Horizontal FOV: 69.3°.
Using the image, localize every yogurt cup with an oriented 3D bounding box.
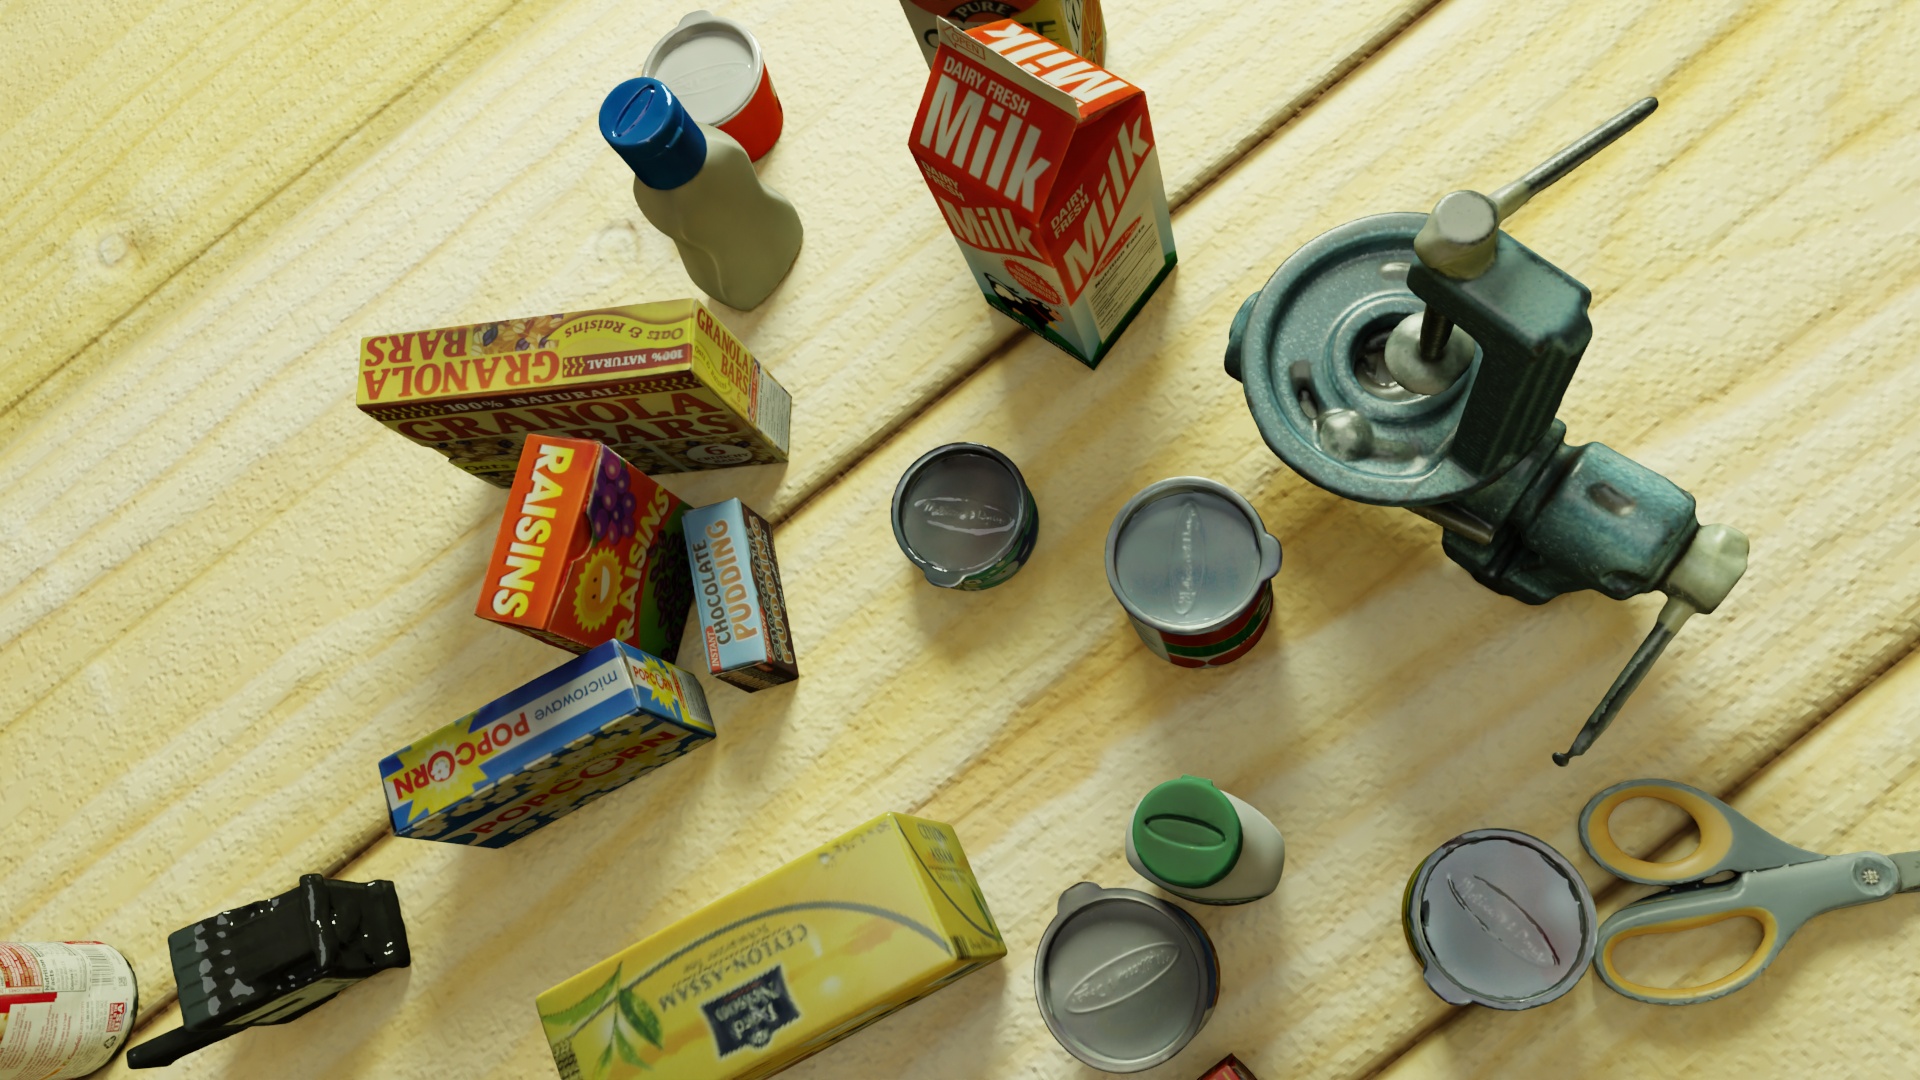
[{"bbox_3d":[-0.129,-0.236,0.745,0.072,0.054,0.072,-4,73,13],"label":"yogurt cup"}]

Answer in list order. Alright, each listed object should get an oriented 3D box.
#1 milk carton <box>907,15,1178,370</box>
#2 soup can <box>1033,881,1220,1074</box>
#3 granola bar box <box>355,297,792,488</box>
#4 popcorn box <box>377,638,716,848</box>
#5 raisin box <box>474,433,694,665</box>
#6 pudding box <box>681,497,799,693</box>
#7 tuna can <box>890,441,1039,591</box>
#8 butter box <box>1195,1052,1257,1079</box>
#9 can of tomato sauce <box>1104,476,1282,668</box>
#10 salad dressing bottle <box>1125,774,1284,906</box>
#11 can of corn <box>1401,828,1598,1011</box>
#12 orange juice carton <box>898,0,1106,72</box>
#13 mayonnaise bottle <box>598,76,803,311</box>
[{"bbox_3d":[0.038,-0.155,0.607,0.072,0.190,0.073,36,85,20],"label":"milk carton"},{"bbox_3d":[0.068,0.173,0.560,0.071,0.083,0.071,-4,73,13],"label":"soup can"},{"bbox_3d":[-0.180,-0.066,0.669,0.165,0.124,0.039,-5,73,12],"label":"granola bar box"},{"bbox_3d":[-0.188,0.097,0.644,0.126,0.085,0.038,-27,70,5],"label":"popcorn box"},{"bbox_3d":[-0.165,0.011,0.643,0.040,0.123,0.086,9,77,16],"label":"raisin box"},{"bbox_3d":[-0.105,0.026,0.663,0.030,0.049,0.084,-16,71,9],"label":"pudding box"},{"bbox_3d":[0.002,-0.008,0.657,0.071,0.032,0.071,-4,73,13],"label":"tuna can"},{"bbox_3d":[0.076,0.246,0.553,0.103,0.053,0.024,-39,69,0],"label":"butter box"},{"bbox_3d":[0.102,0.016,0.598,0.071,0.083,0.071,-4,73,13],"label":"can of tomato sauce"},{"bbox_3d":[0.092,0.117,0.536,0.064,0.147,0.044,10,77,16],"label":"salad dressing bottle"},{"bbox_3d":[0.208,0.151,0.546,0.071,0.058,0.071,-4,73,13],"label":"can of corn"},{"bbox_3d":[0.019,-0.259,0.642,0.072,0.192,0.073,1,75,14],"label":"orange juice carton"},{"bbox_3d":[-0.125,-0.168,0.673,0.041,0.148,0.065,31,84,20],"label":"mayonnaise bottle"}]
